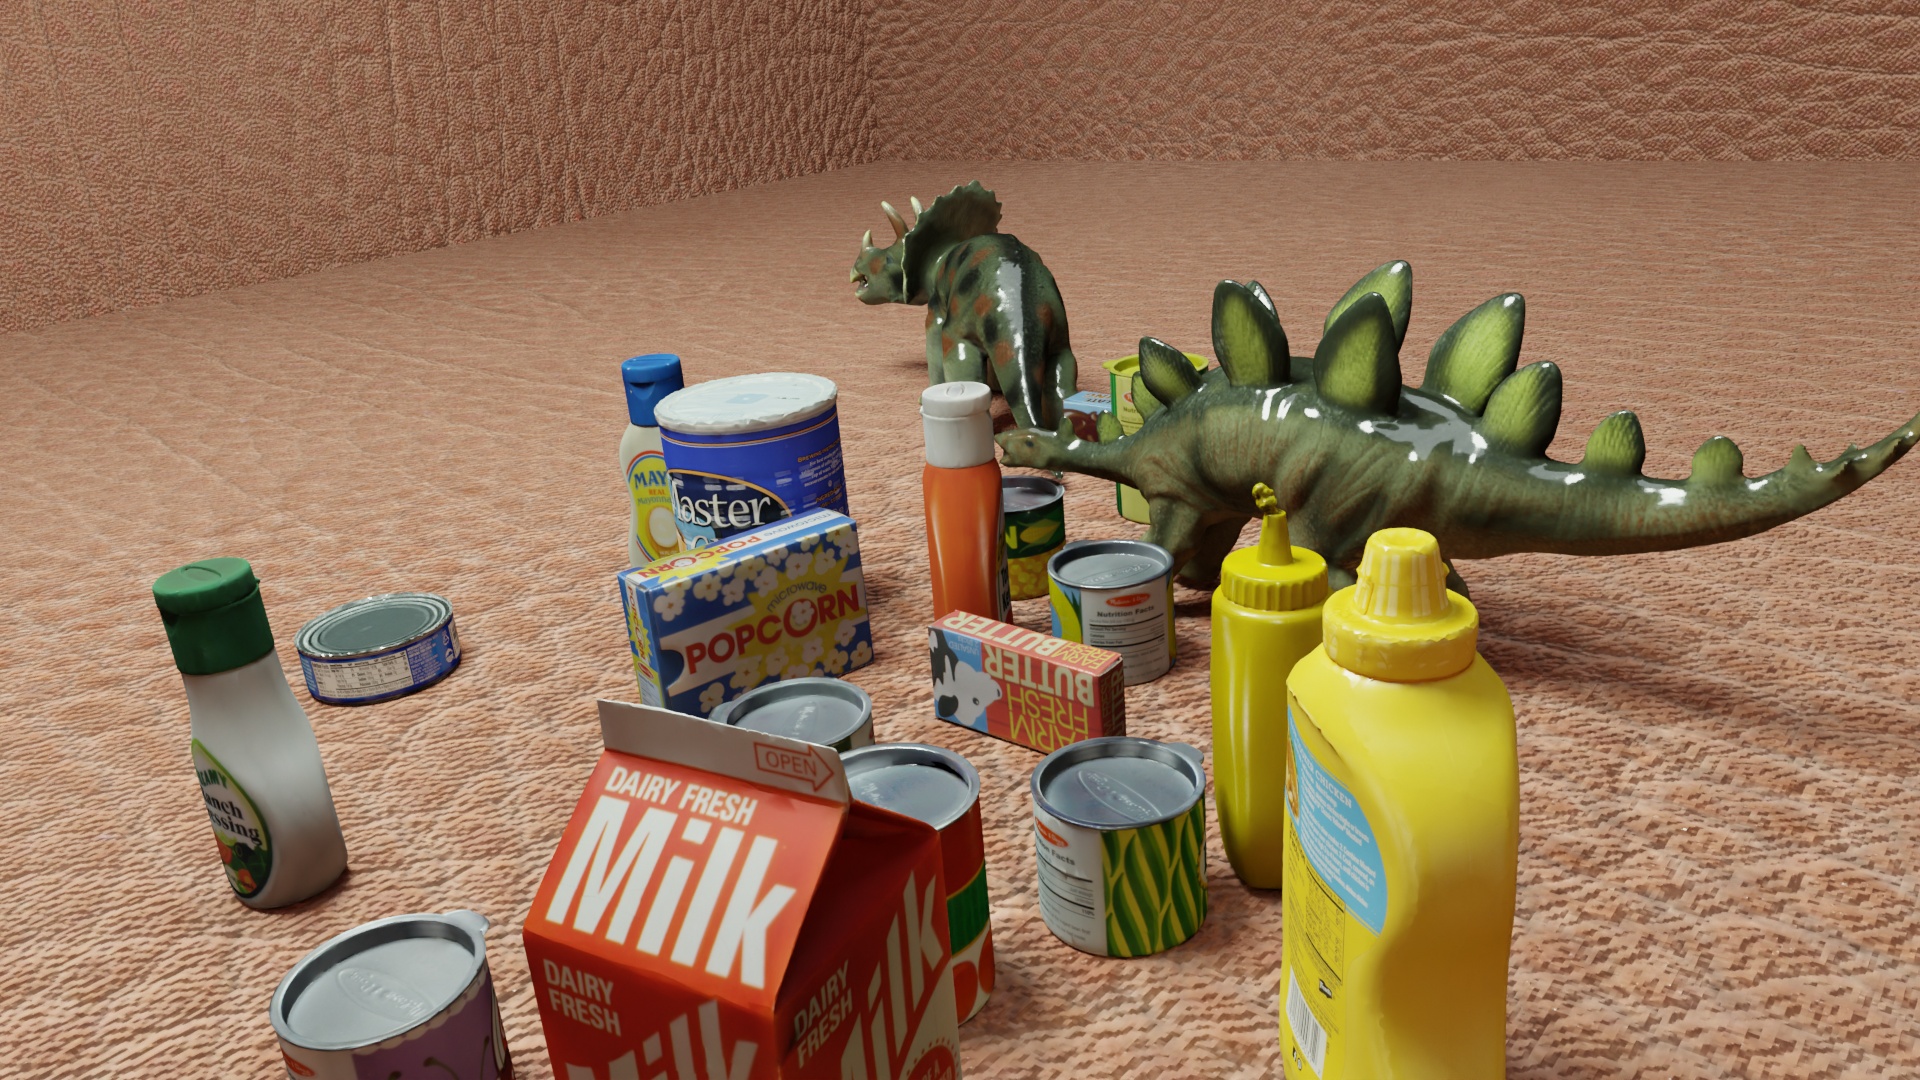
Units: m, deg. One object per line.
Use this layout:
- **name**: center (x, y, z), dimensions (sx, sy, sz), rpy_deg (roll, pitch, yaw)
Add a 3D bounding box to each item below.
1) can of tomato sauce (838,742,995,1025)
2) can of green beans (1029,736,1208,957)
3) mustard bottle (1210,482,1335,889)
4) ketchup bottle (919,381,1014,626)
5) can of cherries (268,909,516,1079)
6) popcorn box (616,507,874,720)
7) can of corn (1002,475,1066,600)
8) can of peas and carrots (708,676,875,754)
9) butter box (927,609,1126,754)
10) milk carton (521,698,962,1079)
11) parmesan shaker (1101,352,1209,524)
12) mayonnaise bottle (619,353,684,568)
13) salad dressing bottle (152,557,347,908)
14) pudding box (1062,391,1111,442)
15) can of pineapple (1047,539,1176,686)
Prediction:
- **can of tomato sauce**: center (-0.024, 0.125, 0.495), dimensions (0.071, 0.082, 0.071), rpy_deg (-4, 21, 2)
- **can of green beans**: center (0.061, 0.116, 0.533), dimensions (0.071, 0.057, 0.071), rpy_deg (-4, 21, 2)
- **mustard bottle**: center (0.122, 0.054, 0.537), dimensions (0.049, 0.159, 0.065), rpy_deg (-5, 21, 1)
- **ketchup bottle**: center (0.003, -0.009, 0.747), dimensions (0.043, 0.148, 0.065), rpy_deg (-3, 21, 5)
- **can of cherries**: center (-0.183, 0.166, 0.459), dimensions (0.071, 0.058, 0.072), rpy_deg (-4, 21, 2)
- **popcorn box**: center (-0.110, 0.041, 0.729), dimensions (0.127, 0.085, 0.038), rpy_deg (-20, 25, -34)
- **can of corn**: center (0.030, -0.001, 0.846), dimensions (0.071, 0.058, 0.071), rpy_deg (-4, 21, 2)
- **can of peas and carrots**: center (-0.071, 0.100, 0.604), dimensions (0.071, 0.058, 0.071), rpy_deg (-4, 21, 2)
- **butter box**: center (0.032, 0.071, 0.665), dimensions (0.103, 0.053, 0.024), rpy_deg (12, 27, 38)
- **milk carton**: center (-0.048, 0.128, 0.342), dimensions (0.072, 0.189, 0.074), rpy_deg (6, 23, 28)
- **parmesan shaker**: center (0.133, -0.070, 0.938), dimensions (0.071, 0.102, 0.071), rpy_deg (-4, 21, 2)
- **mayonnaise bottle**: center (-0.184, -0.042, 0.875), dimensions (0.065, 0.147, 0.041), rpy_deg (0, 21, 13)
- **salad dressing bottle**: center (-0.298, 0.081, 0.583), dimensions (0.064, 0.147, 0.044), rpy_deg (11, 26, 37)
- **pudding box**: center (0.119, -0.083, 1.049), dimensions (0.084, 0.049, 0.030), rpy_deg (11, 26, 37)
- **can of pineapple**: center (0.080, 0.037, 0.736), dimensions (0.071, 0.057, 0.071), rpy_deg (-4, 21, 2)
